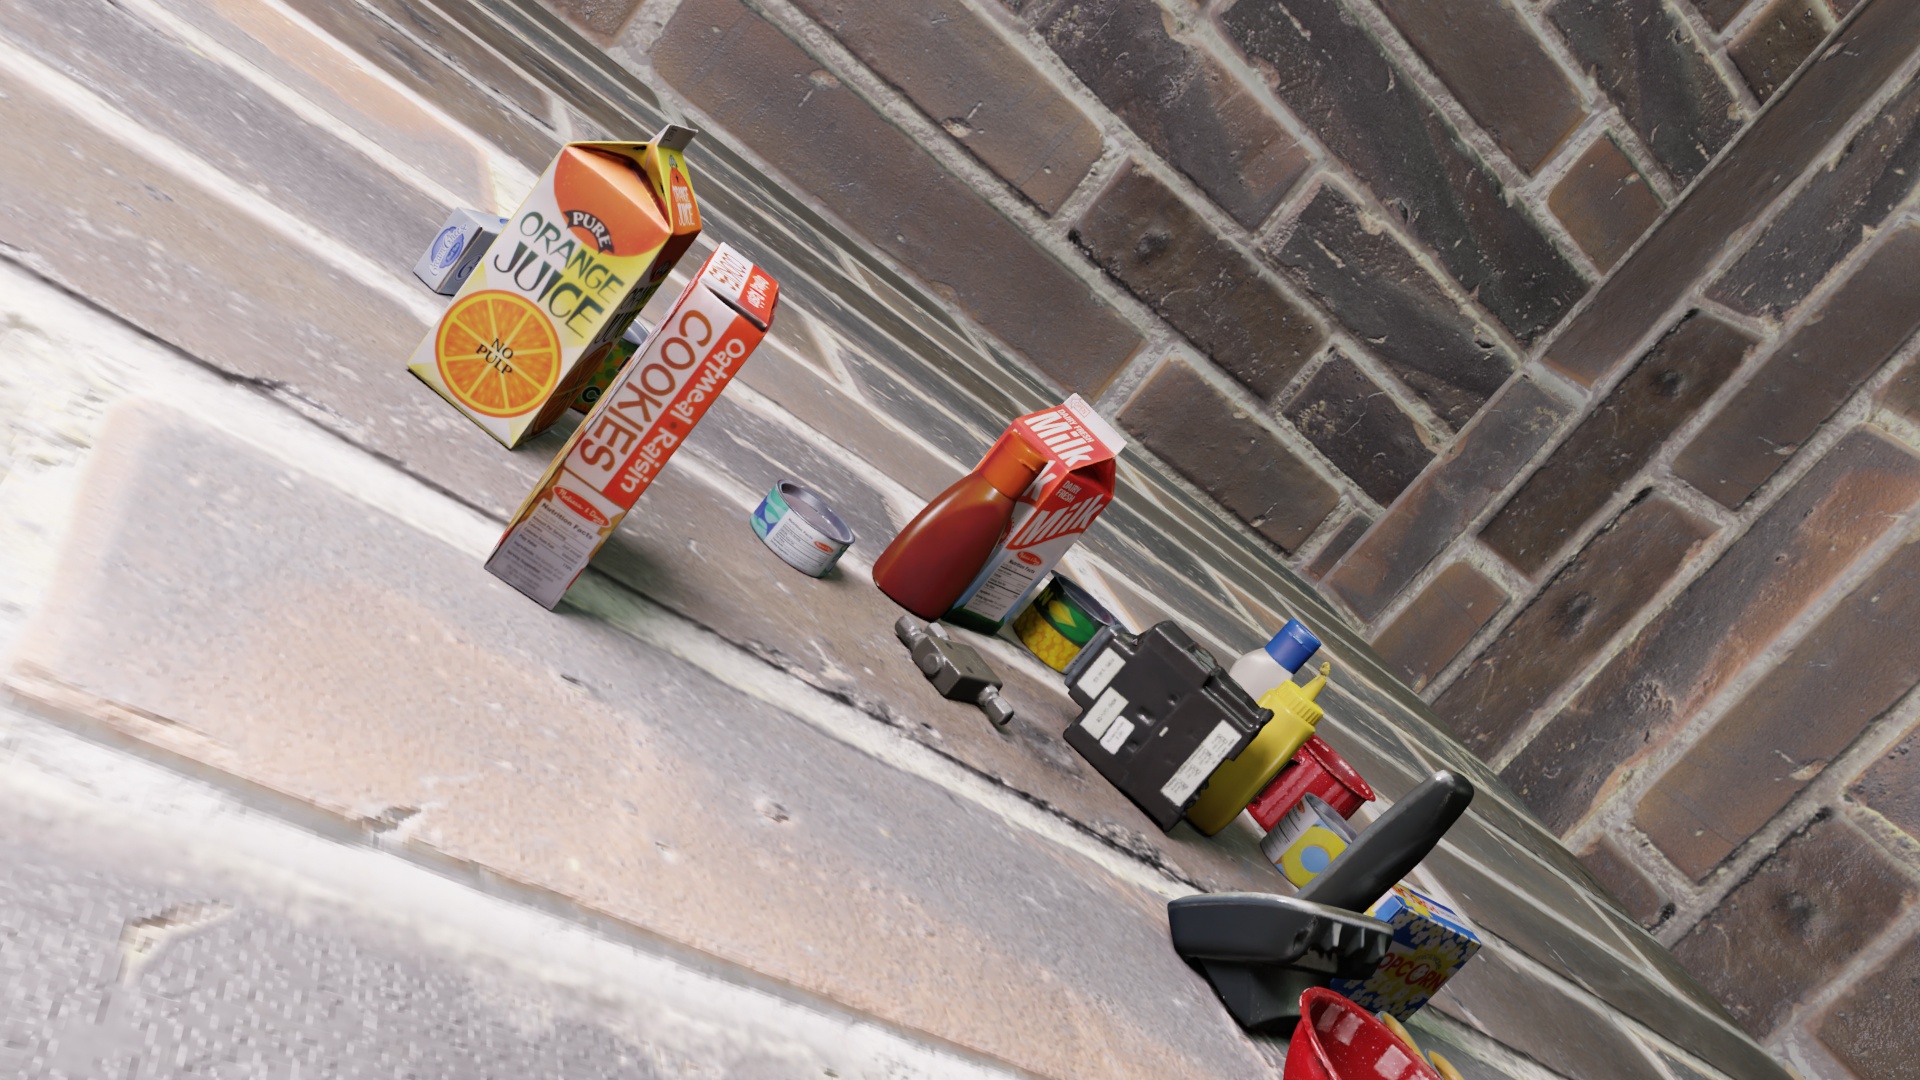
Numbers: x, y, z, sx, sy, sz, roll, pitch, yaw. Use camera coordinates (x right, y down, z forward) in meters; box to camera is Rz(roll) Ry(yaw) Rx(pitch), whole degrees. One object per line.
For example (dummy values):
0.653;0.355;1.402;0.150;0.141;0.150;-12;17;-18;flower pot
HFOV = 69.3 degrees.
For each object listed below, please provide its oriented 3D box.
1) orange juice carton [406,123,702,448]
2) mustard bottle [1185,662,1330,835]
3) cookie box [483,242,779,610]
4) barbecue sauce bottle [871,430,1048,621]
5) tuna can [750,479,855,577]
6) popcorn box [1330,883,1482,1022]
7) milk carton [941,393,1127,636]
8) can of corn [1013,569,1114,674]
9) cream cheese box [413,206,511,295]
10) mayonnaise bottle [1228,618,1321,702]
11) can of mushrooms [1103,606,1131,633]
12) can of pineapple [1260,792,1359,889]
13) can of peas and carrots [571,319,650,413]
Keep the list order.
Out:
-0.208;-0.150;0.760;0.073;0.192;0.072;39;12;-6;orange juice carton
0.232;0.156;1.071;0.049;0.160;0.065;42;12;8;mustard bottle
-0.153;-0.060;0.669;0.040;0.167;0.123;37;12;-16;cookie box
0.004;-0.013;1.011;0.065;0.148;0.044;34;13;-27;barbecue sauce bottle
-0.107;-0.009;0.940;0.071;0.032;0.071;38;12;-10;tuna can
0.306;0.292;0.992;0.126;0.085;0.038;30;15;-39;popcorn box
0.047;-0.023;1.077;0.073;0.190;0.072;25;19;-52;milk carton
0.085;0.069;1.177;0.071;0.058;0.071;38;12;-10;can of corn
-0.309;-0.186;0.914;0.024;0.053;0.104;42;12;5;cream cheese box
0.267;0.137;1.269;0.065;0.148;0.041;44;12;15;mayonnaise bottle
0.129;0.086;1.306;0.071;0.033;0.071;38;12;-10;can of mushrooms
0.293;0.254;1.150;0.071;0.057;0.071;38;12;-10;can of pineapple
-0.237;-0.121;0.887;0.071;0.058;0.071;38;12;-10;can of peas and carrots
